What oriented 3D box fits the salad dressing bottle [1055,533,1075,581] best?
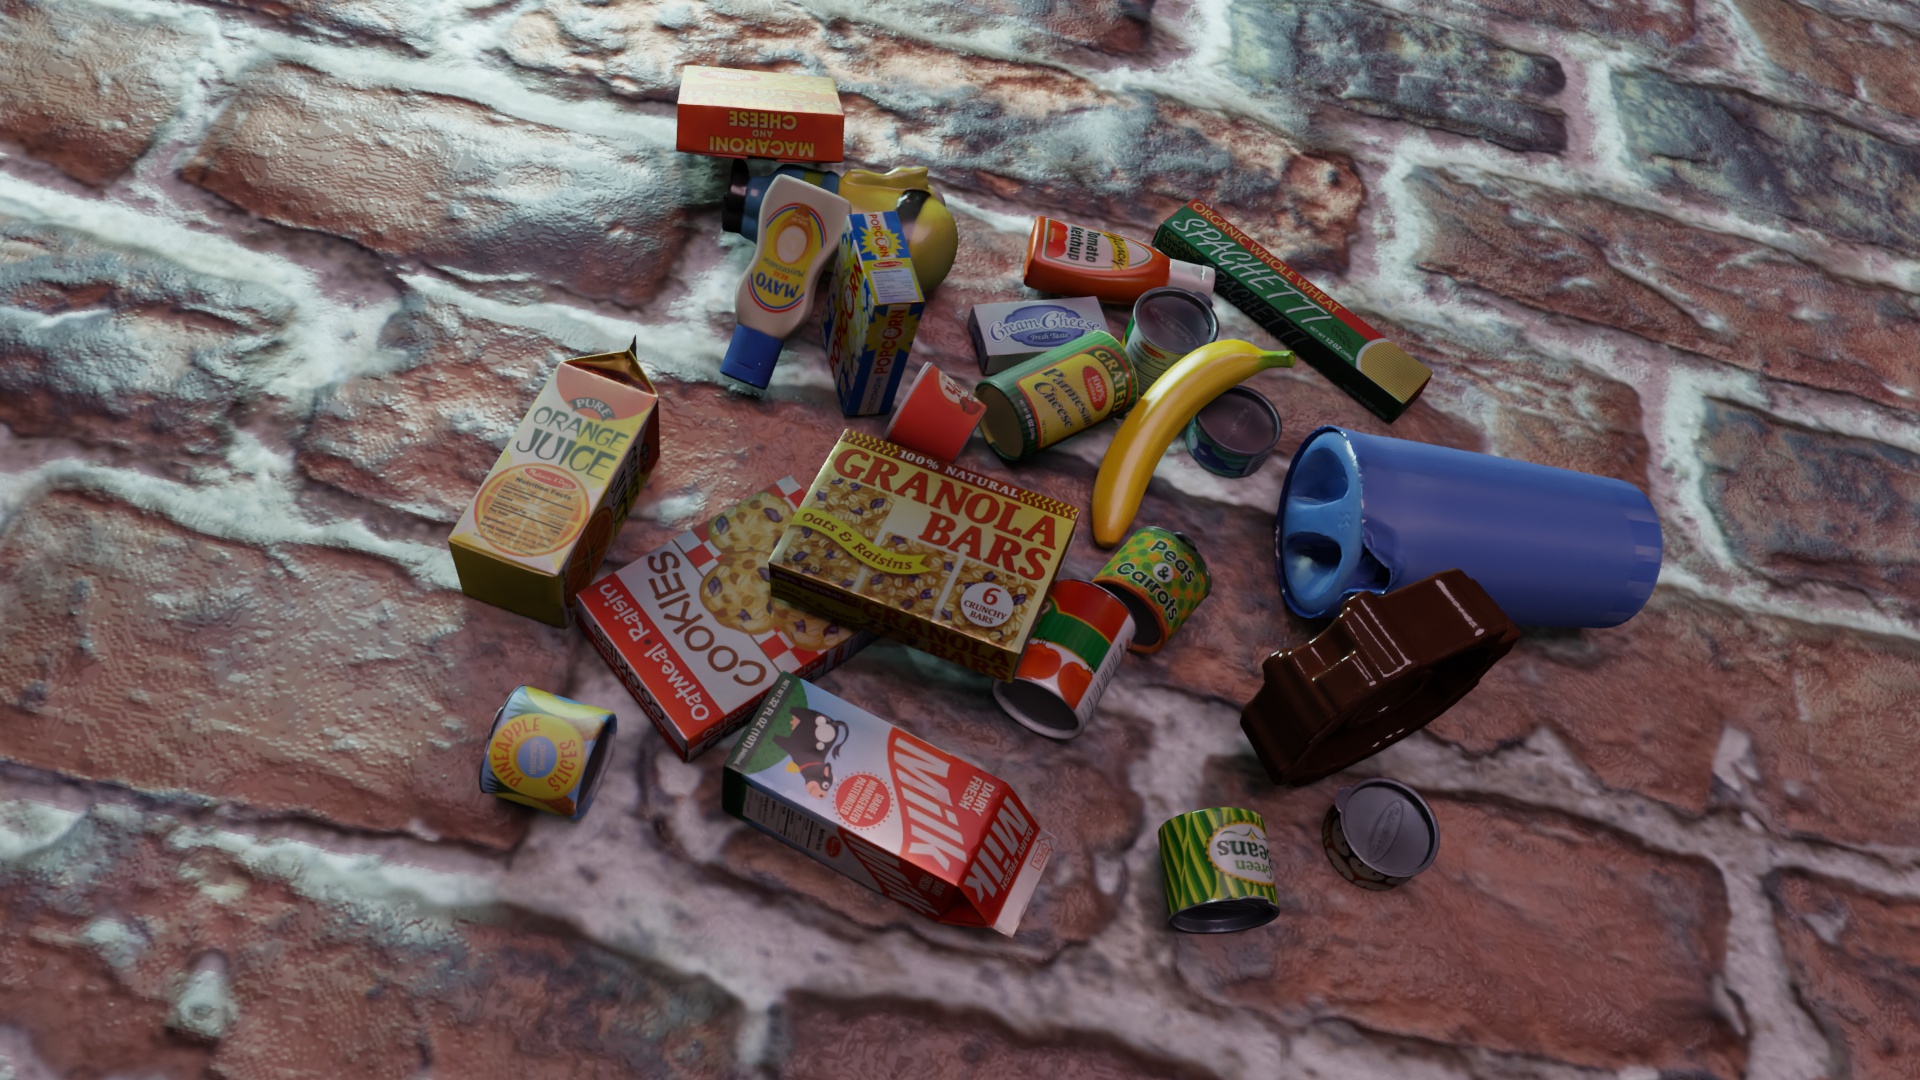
[{"bbox_3d":[0.003,-0.012,0.958,0.148,0.043,0.064,22,59,5],"label":"salad dressing bottle"}]

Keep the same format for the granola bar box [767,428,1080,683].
[{"bbox_3d":[-0.022,0.007,0.887,0.166,0.038,0.125,20,53,8],"label":"granola bar box"}]

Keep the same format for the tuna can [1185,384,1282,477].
[{"bbox_3d":[0.203,-0.084,1.047,0.071,0.032,0.071,5,57,-8],"label":"tuna can"}]

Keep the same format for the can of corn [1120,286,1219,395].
[{"bbox_3d":[0.160,-0.152,1.066,0.071,0.058,0.071,5,58,-8],"label":"can of corn"}]

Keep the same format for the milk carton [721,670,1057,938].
[{"bbox_3d":[-0.041,0.161,0.822,0.191,0.073,0.073,27,57,6],"label":"milk carton"}]

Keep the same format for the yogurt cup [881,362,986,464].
[{"bbox_3d":[-0.017,-0.085,0.988,0.054,0.072,0.073,31,58,-1],"label":"yogurt cup"}]

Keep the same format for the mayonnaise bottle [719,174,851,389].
[{"bbox_3d":[-0.130,-0.183,0.999,0.065,0.041,0.148,21,90,-5],"label":"mayonnaise bottle"}]

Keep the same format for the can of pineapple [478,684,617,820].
[{"bbox_3d":[-0.240,0.124,0.810,0.058,0.070,0.071,17,57,0],"label":"can of pineapple"}]

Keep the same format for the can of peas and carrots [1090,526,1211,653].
[{"bbox_3d":[0.127,0.033,0.937,0.071,0.070,0.059,38,60,13],"label":"can of peas and carrots"}]

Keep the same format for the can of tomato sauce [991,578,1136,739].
[{"bbox_3d":[0.066,0.076,0.901,0.071,0.070,0.083,29,58,7],"label":"can of tomato sauce"}]

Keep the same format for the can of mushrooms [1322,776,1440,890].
[{"bbox_3d":[0.267,0.187,0.889,0.071,0.033,0.071,5,58,-8],"label":"can of mushrooms"}]

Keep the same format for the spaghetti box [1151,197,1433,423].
[{"bbox_3d":[0.266,-0.190,1.129,0.250,0.028,0.050,41,59,15],"label":"spaghetti box"}]

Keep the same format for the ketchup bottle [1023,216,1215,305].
[{"bbox_3d":[0.126,-0.215,1.109,0.149,0.043,0.065,12,52,-4],"label":"ketchup bottle"}]

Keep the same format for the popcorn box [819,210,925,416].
[{"bbox_3d":[-0.065,-0.159,0.987,0.038,0.126,0.085,-5,60,-19],"label":"popcorn box"}]

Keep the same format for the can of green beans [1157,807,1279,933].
[{"bbox_3d":[0.155,0.200,0.840,0.071,0.071,0.058,3,58,-9],"label":"can of green beans"}]

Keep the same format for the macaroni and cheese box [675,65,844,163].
[{"bbox_3d":[-0.156,-0.333,1.085,0.124,0.040,0.167,1,27,-10],"label":"macaroni and cheese box"}]

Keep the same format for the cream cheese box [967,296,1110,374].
[{"bbox_3d":[0.062,-0.159,1.072,0.104,0.024,0.053,-7,59,-15],"label":"cream cheese box"}]

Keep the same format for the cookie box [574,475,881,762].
[{"bbox_3d":[-0.142,0.047,0.895,0.168,0.040,0.123,-32,69,-27],"label":"cookie box"}]

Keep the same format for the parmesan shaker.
[{"bbox_3d":[0.070,-0.102,1.015,0.103,0.071,0.071,-27,67,-24],"label":"parmesan shaker"}]

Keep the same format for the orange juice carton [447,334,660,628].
[{"bbox_3d":[-0.253,-0.047,0.913,0.073,0.071,0.194,19,57,1],"label":"orange juice carton"}]
